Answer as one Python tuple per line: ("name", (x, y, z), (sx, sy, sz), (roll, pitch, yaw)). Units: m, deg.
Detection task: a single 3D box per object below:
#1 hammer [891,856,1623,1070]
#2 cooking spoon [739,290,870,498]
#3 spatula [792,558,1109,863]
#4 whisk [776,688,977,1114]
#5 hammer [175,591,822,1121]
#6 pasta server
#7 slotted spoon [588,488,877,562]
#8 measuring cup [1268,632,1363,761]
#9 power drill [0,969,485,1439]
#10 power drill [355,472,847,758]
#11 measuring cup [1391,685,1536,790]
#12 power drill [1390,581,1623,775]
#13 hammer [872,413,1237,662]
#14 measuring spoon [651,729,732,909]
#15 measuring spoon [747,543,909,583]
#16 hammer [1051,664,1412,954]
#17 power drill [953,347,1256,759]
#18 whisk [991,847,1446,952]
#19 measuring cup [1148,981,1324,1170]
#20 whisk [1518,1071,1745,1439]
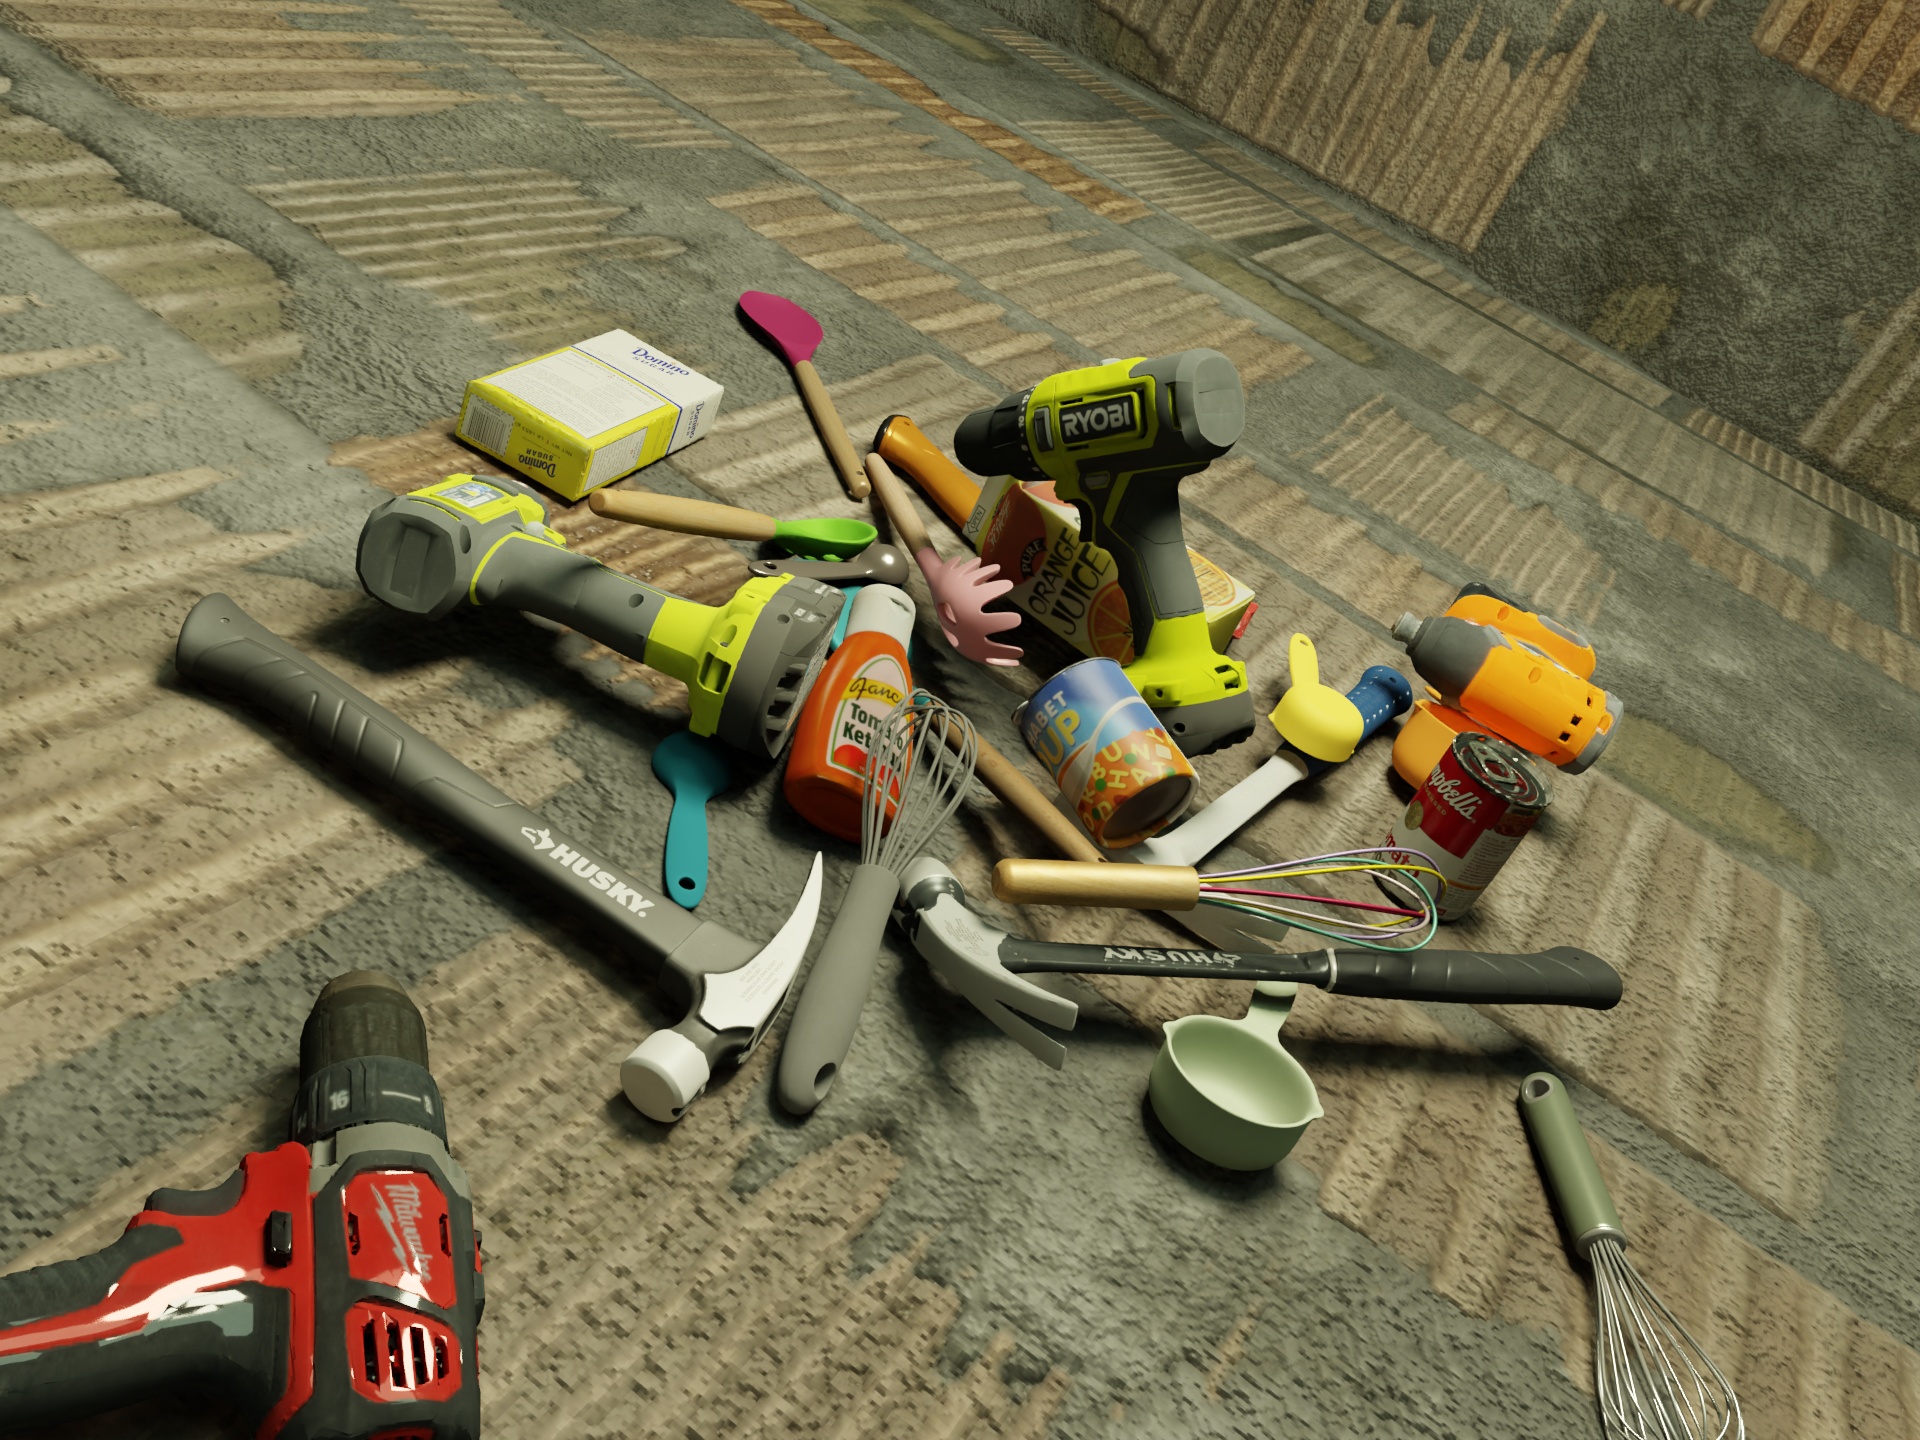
("hammer", (0.173, 0.126, 0.802), (0.408, 0.036, 0.149), (6, 17, -24))
("cooking spoon", (-0.117, -0.262, 1.241), (0.068, 0.017, 0.319), (7, 36, -27))
("spatula", (-0.001, -0.003, 0.891), (0.082, 0.044, 0.318), (5, 26, -37))
("whisk", (-0.039, 0.077, 0.735), (0.055, 0.055, 0.239), (23, 50, -4))
("hammer", (-0.214, 0.036, 0.710), (0.335, 0.035, 0.146), (32, 39, 11))
("pasta server", (-0.021, -0.119, 1.048), (0.040, 0.060, 0.317), (-11, 31, -9))
("slotted spoon", (-0.126, -0.112, 0.915), (0.070, 0.031, 0.313), (9, 5, 18))
("measuring cup", (0.239, -0.028, 1.072), (0.062, 0.029, 0.157), (22, 33, -6))
("power drill", (-0.262, 0.148, 0.484), (0.226, 0.080, 0.188), (10, 35, -30))
("power drill", (-0.181, -0.068, 0.844), (0.223, 0.080, 0.171), (22, 16, -2))
("measuring cup", (0.345, 0.018, 1.139), (0.095, 0.052, 0.174), (27, 16, -4))
("power drill", (0.399, -0.043, 1.187), (0.164, 0.084, 0.226), (32, 18, 9))
("hammer", (0.048, -0.117, 1.131), (0.127, 0.034, 0.337), (-9, 46, -42))
("measuring spoon", (-0.130, 0.043, 0.778), (0.042, 0.021, 0.129), (15, 32, -17))
("measuring spoon", (-0.078, -0.097, 0.966), (0.124, 0.018, 0.034), (-7, 38, -46))
("hammer", (0.213, 0.036, 1.024), (0.144, 0.035, 0.405), (38, 33, 19))
("power drill", (0.084, -0.094, 0.939), (0.191, 0.228, 0.080), (-2, 10, 44))
("whisk", (0.132, 0.087, 0.781), (0.245, 0.047, 0.051), (4, 75, -18))
("measuring cup", (0.141, 0.166, 0.786), (0.083, 0.038, 0.167), (28, 22, 12))
("whisk", (0.312, 0.260, 0.766), (0.059, 0.058, 0.247), (53, 19, -24))
